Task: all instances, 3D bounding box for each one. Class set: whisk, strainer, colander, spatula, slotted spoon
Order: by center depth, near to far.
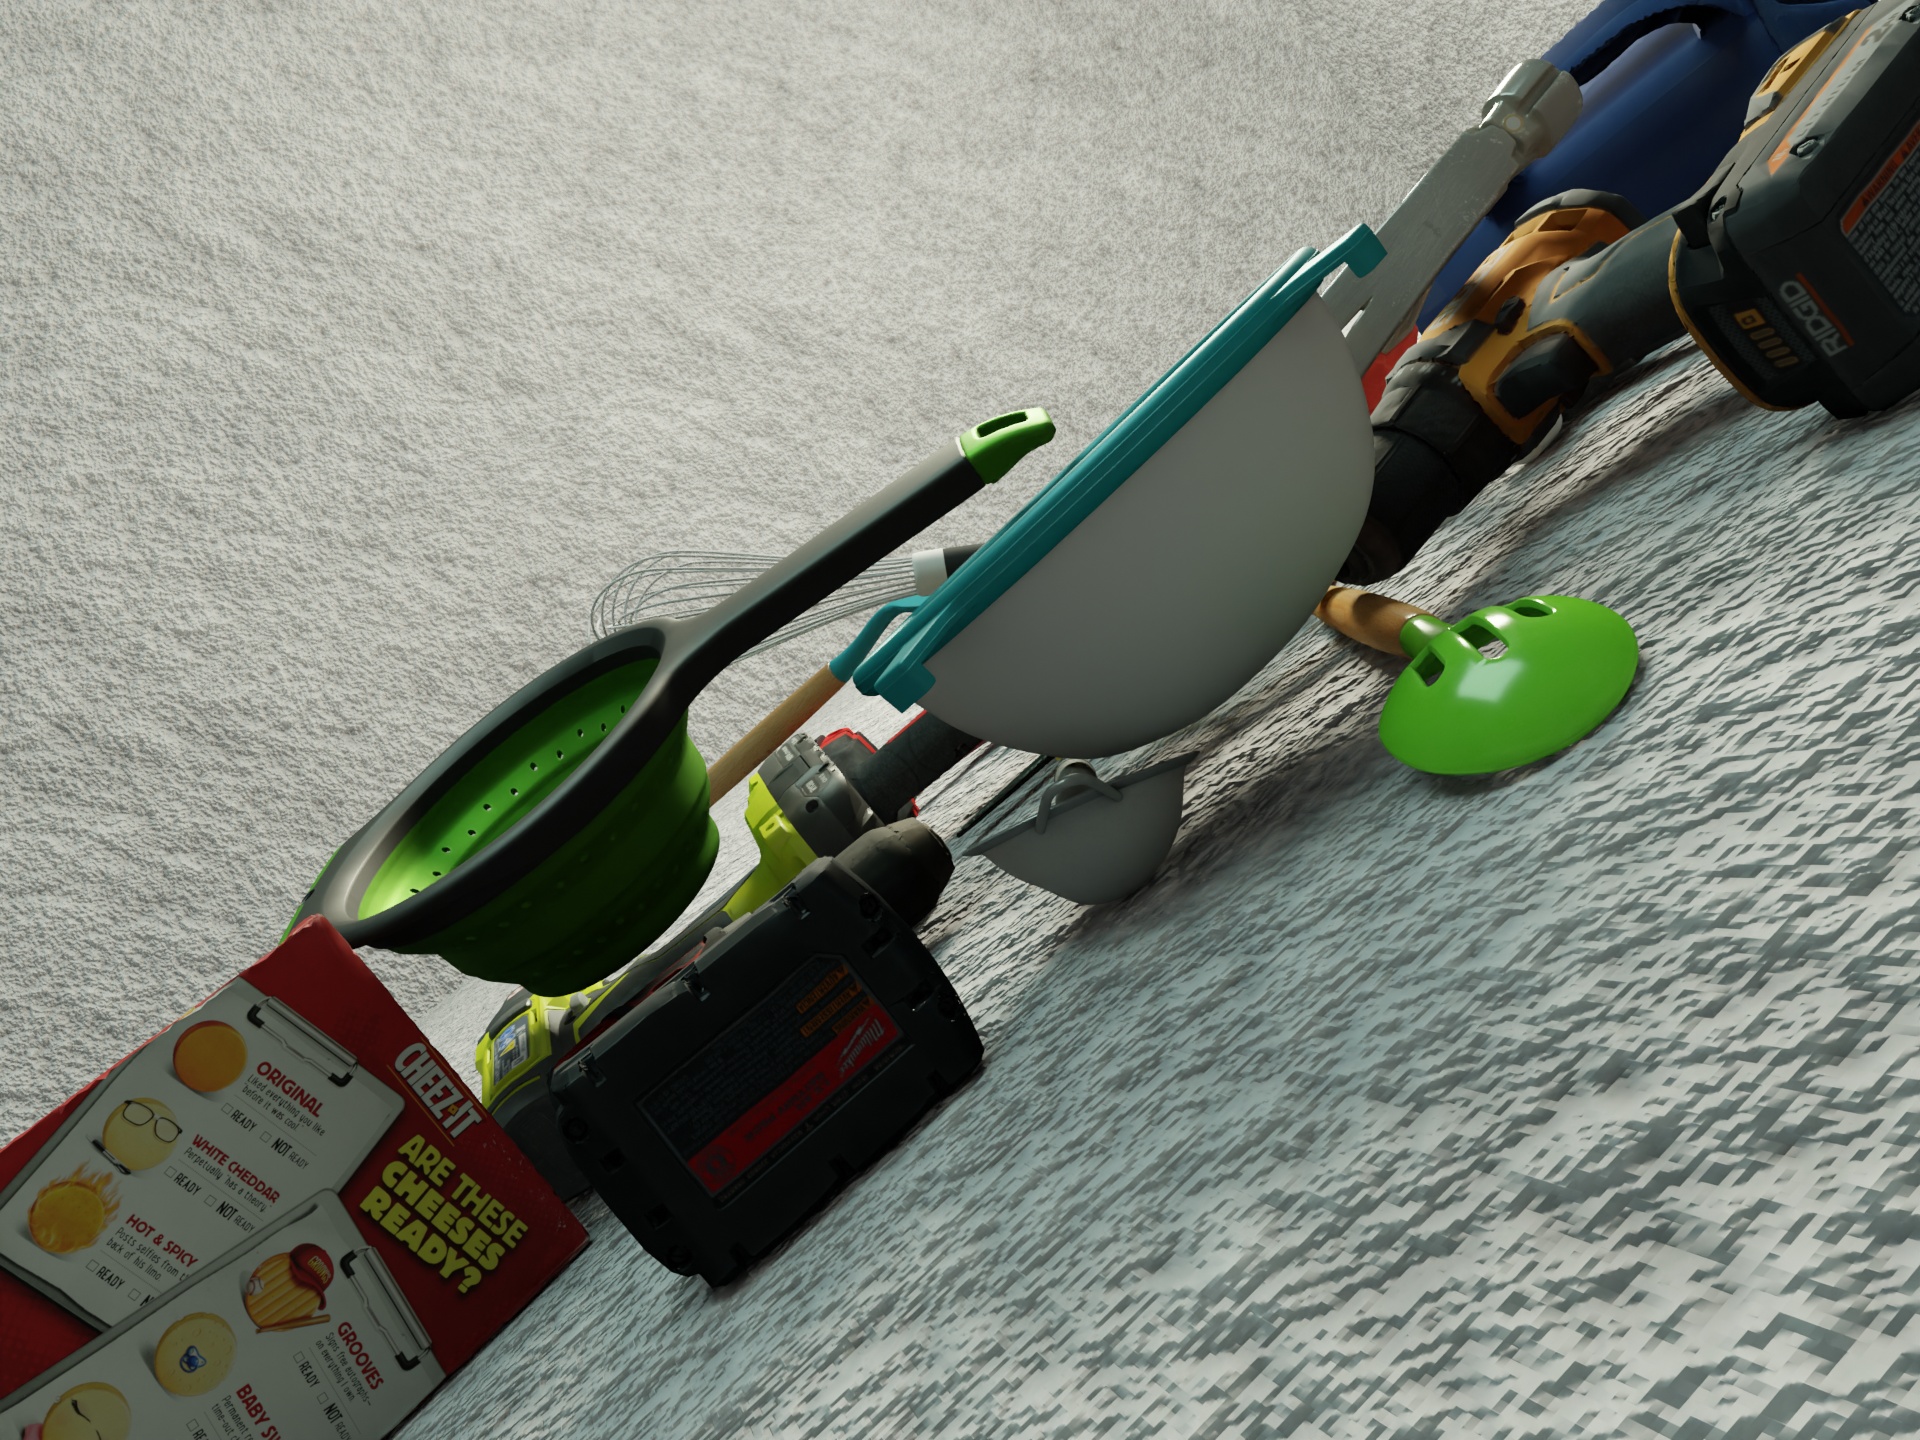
[{"bbox_3d":[0.149,-0.030,0.543,0.070,0.031,0.314,-32,6,7],"label":"slotted spoon"},{"bbox_3d":[0.047,0.033,0.598,0.087,0.050,0.258,-23,2,4],"label":"strainer"},{"bbox_3d":[0.067,-0.058,0.609,0.211,0.095,0.340,-44,3,1],"label":"strainer"},{"bbox_3d":[-0.108,0.010,0.689,0.397,0.094,0.205,-33,22,10],"label":"colander"},{"bbox_3d":[-0.047,-0.070,0.796,0.284,0.070,0.070,-10,7,0],"label":"whisk"},{"bbox_3d":[-0.080,-0.003,0.904,0.317,0.044,0.082,-40,6,23],"label":"spatula"}]

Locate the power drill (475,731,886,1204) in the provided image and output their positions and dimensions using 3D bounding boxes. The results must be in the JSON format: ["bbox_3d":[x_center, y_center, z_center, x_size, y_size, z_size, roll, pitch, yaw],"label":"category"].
[{"bbox_3d":[-0.131,0.110,0.757,0.223,0.080,0.171,-39,19,-5],"label":"power drill"}]

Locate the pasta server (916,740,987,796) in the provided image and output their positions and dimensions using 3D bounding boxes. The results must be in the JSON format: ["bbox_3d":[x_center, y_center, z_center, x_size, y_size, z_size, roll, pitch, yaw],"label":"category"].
[{"bbox_3d":[-0.049,0.045,0.988,0.316,0.040,0.060,-39,17,-22],"label":"pasta server"}]

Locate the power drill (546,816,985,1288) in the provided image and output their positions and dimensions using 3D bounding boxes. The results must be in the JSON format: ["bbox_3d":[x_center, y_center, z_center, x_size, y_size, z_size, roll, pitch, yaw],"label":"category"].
[{"bbox_3d":[-0.062,0.100,0.573,0.188,0.080,0.226,-39,4,-14],"label":"power drill"}]

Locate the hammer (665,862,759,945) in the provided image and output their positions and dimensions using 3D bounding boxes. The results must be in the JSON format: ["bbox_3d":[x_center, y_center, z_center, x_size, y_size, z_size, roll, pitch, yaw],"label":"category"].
[{"bbox_3d":[-0.201,0.170,0.976,0.386,0.038,0.143,-42,6,-37],"label":"hammer"}]

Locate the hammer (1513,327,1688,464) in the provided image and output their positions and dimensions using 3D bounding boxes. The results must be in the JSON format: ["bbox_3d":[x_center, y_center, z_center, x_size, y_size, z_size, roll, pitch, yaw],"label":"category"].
[{"bbox_3d":[0.351,-0.198,0.595,0.146,0.035,0.335,-42,8,-28],"label":"hammer"}]

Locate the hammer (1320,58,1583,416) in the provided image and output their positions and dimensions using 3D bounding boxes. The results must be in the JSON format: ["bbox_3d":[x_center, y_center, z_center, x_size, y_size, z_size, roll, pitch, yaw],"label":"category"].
[{"bbox_3d":[0.192,-0.160,0.753,0.149,0.037,0.359,-51,-10,-2],"label":"hammer"}]

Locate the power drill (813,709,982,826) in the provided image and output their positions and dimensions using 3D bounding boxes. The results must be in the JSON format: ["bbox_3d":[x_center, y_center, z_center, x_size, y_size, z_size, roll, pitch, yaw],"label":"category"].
[{"bbox_3d":[-0.001,-0.003,0.882,0.219,0.078,0.143,-39,6,14],"label":"power drill"}]

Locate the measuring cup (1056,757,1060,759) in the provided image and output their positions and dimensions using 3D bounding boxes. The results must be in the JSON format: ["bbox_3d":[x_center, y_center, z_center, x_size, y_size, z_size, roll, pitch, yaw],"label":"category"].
[{"bbox_3d":[0.098,-0.036,0.655,0.156,0.029,0.062,-34,-2,11],"label":"measuring cup"}]

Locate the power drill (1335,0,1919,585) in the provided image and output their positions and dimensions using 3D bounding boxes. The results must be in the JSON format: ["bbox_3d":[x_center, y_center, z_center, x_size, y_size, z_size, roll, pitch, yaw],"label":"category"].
[{"bbox_3d":[0.221,-0.129,0.534,0.185,0.084,0.226,-48,12,-14],"label":"power drill"}]
